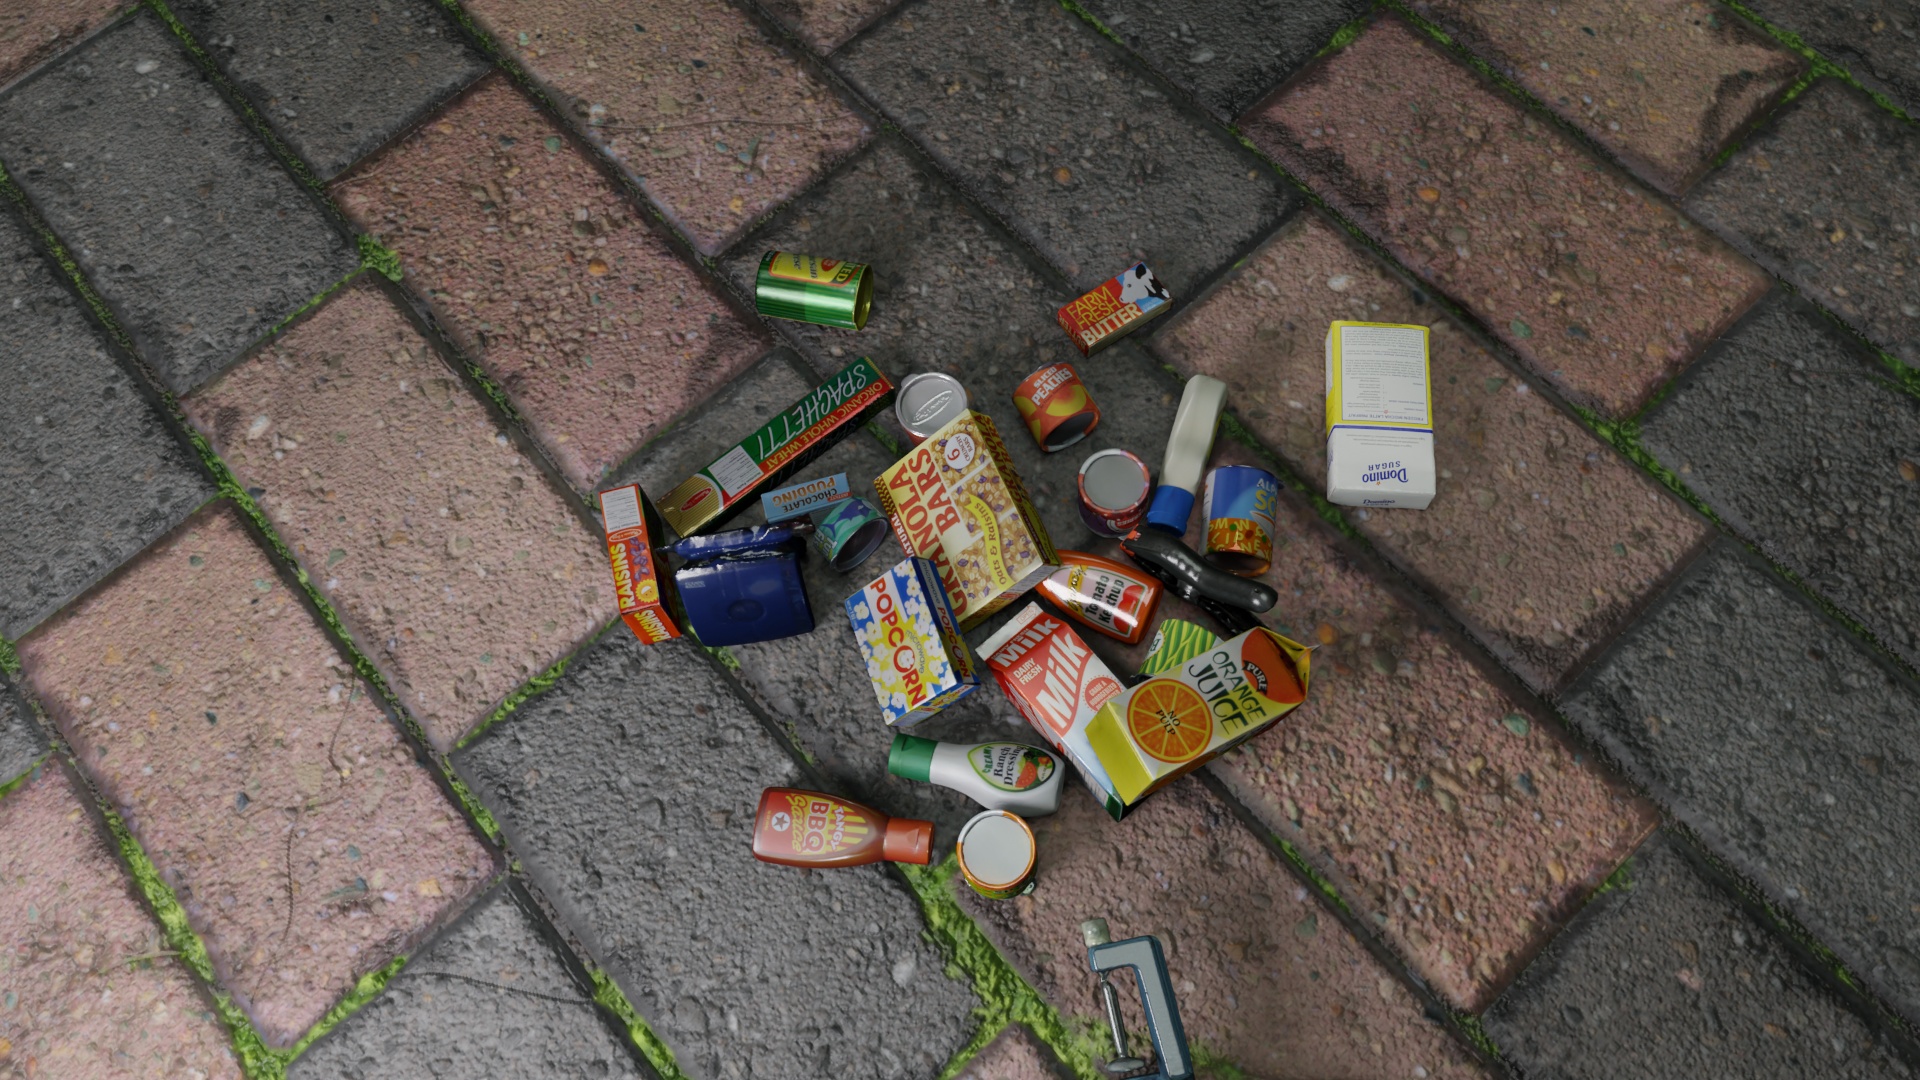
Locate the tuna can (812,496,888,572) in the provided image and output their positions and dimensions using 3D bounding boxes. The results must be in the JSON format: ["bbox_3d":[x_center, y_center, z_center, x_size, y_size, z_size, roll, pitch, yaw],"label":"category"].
[{"bbox_3d":[-0.102,-0.005,1.268,0.071,0.071,0.033,-42,70,-13],"label":"tuna can"}]

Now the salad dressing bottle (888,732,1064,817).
[{"bbox_3d":[0.013,0.196,1.186,0.148,0.043,0.064,9,43,11],"label":"salad dressing bottle"}]

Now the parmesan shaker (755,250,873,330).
[{"bbox_3d":[-0.145,-0.246,1.371,0.103,0.071,0.071,10,68,8],"label":"parmesan shaker"}]

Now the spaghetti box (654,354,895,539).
[{"bbox_3d":[-0.174,-0.086,1.328,0.250,0.028,0.050,-37,70,-11],"label":"spaghetti box"}]

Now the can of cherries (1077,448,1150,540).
[{"bbox_3d":[0.142,-0.041,1.273,0.071,0.058,0.072,-1,67,3],"label":"can of cherries"}]

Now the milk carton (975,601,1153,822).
[{"bbox_3d":[0.099,0.141,1.191,0.072,0.073,0.191,-39,70,-12],"label":"milk carton"}]

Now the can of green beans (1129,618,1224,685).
[{"bbox_3d":[0.193,0.109,1.202,0.071,0.071,0.058,25,71,13],"label":"can of green beans"}]

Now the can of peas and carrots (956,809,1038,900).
[{"bbox_3d":[0.033,0.263,1.151,0.071,0.058,0.071,-1,68,4],"label":"can of peas and carrots"}]

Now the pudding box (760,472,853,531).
[{"bbox_3d":[-0.140,-0.031,1.291,0.084,0.049,0.030,-16,66,-3],"label":"pudding box"}]

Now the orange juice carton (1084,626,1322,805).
[{"bbox_3d":[0.203,0.132,1.116,0.193,0.071,0.073,-23,70,-21],"label":"orange juice carton"}]

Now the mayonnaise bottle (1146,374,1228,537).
[{"bbox_3d":[0.209,-0.076,1.284,0.041,0.064,0.148,17,73,6],"label":"mayonnaise bottle"}]

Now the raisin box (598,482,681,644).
[{"bbox_3d":[-0.290,0.023,1.258,0.040,0.085,0.124,-14,67,-4],"label":"raisin box"}]

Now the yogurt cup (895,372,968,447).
[{"bbox_3d":[-0.025,-0.118,1.318,0.072,0.053,0.072,-1,67,3],"label":"yogurt cup"}]

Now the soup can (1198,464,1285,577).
[{"bbox_3d":[0.253,-0.017,1.251,0.071,0.071,0.084,7,69,7],"label":"soup can"}]

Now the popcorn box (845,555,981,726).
[{"bbox_3d":[-0.043,0.089,1.219,0.085,0.038,0.127,-33,65,27],"label":"popcorn box"}]

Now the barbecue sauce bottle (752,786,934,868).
[{"bbox_3d":[-0.098,0.247,1.174,0.148,0.043,0.065,6,67,6],"label":"barbecue sauce bottle"}]

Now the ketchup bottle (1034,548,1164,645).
[{"bbox_3d":[0.104,0.038,1.246,0.149,0.043,0.064,23,98,19],"label":"ketchup bottle"}]

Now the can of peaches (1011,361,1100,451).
[{"bbox_3d":[0.090,-0.126,1.305,0.071,0.071,0.058,-26,69,-7],"label":"can of peaches"}]

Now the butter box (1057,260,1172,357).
[{"bbox_3d":[0.152,-0.228,1.370,0.104,0.024,0.053,-31,70,-9],"label":"butter box"}]

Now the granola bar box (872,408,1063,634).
[{"bbox_3d":[0.004,-0.016,1.251,0.124,0.039,0.166,-36,65,25],"label":"granola bar box"}]
